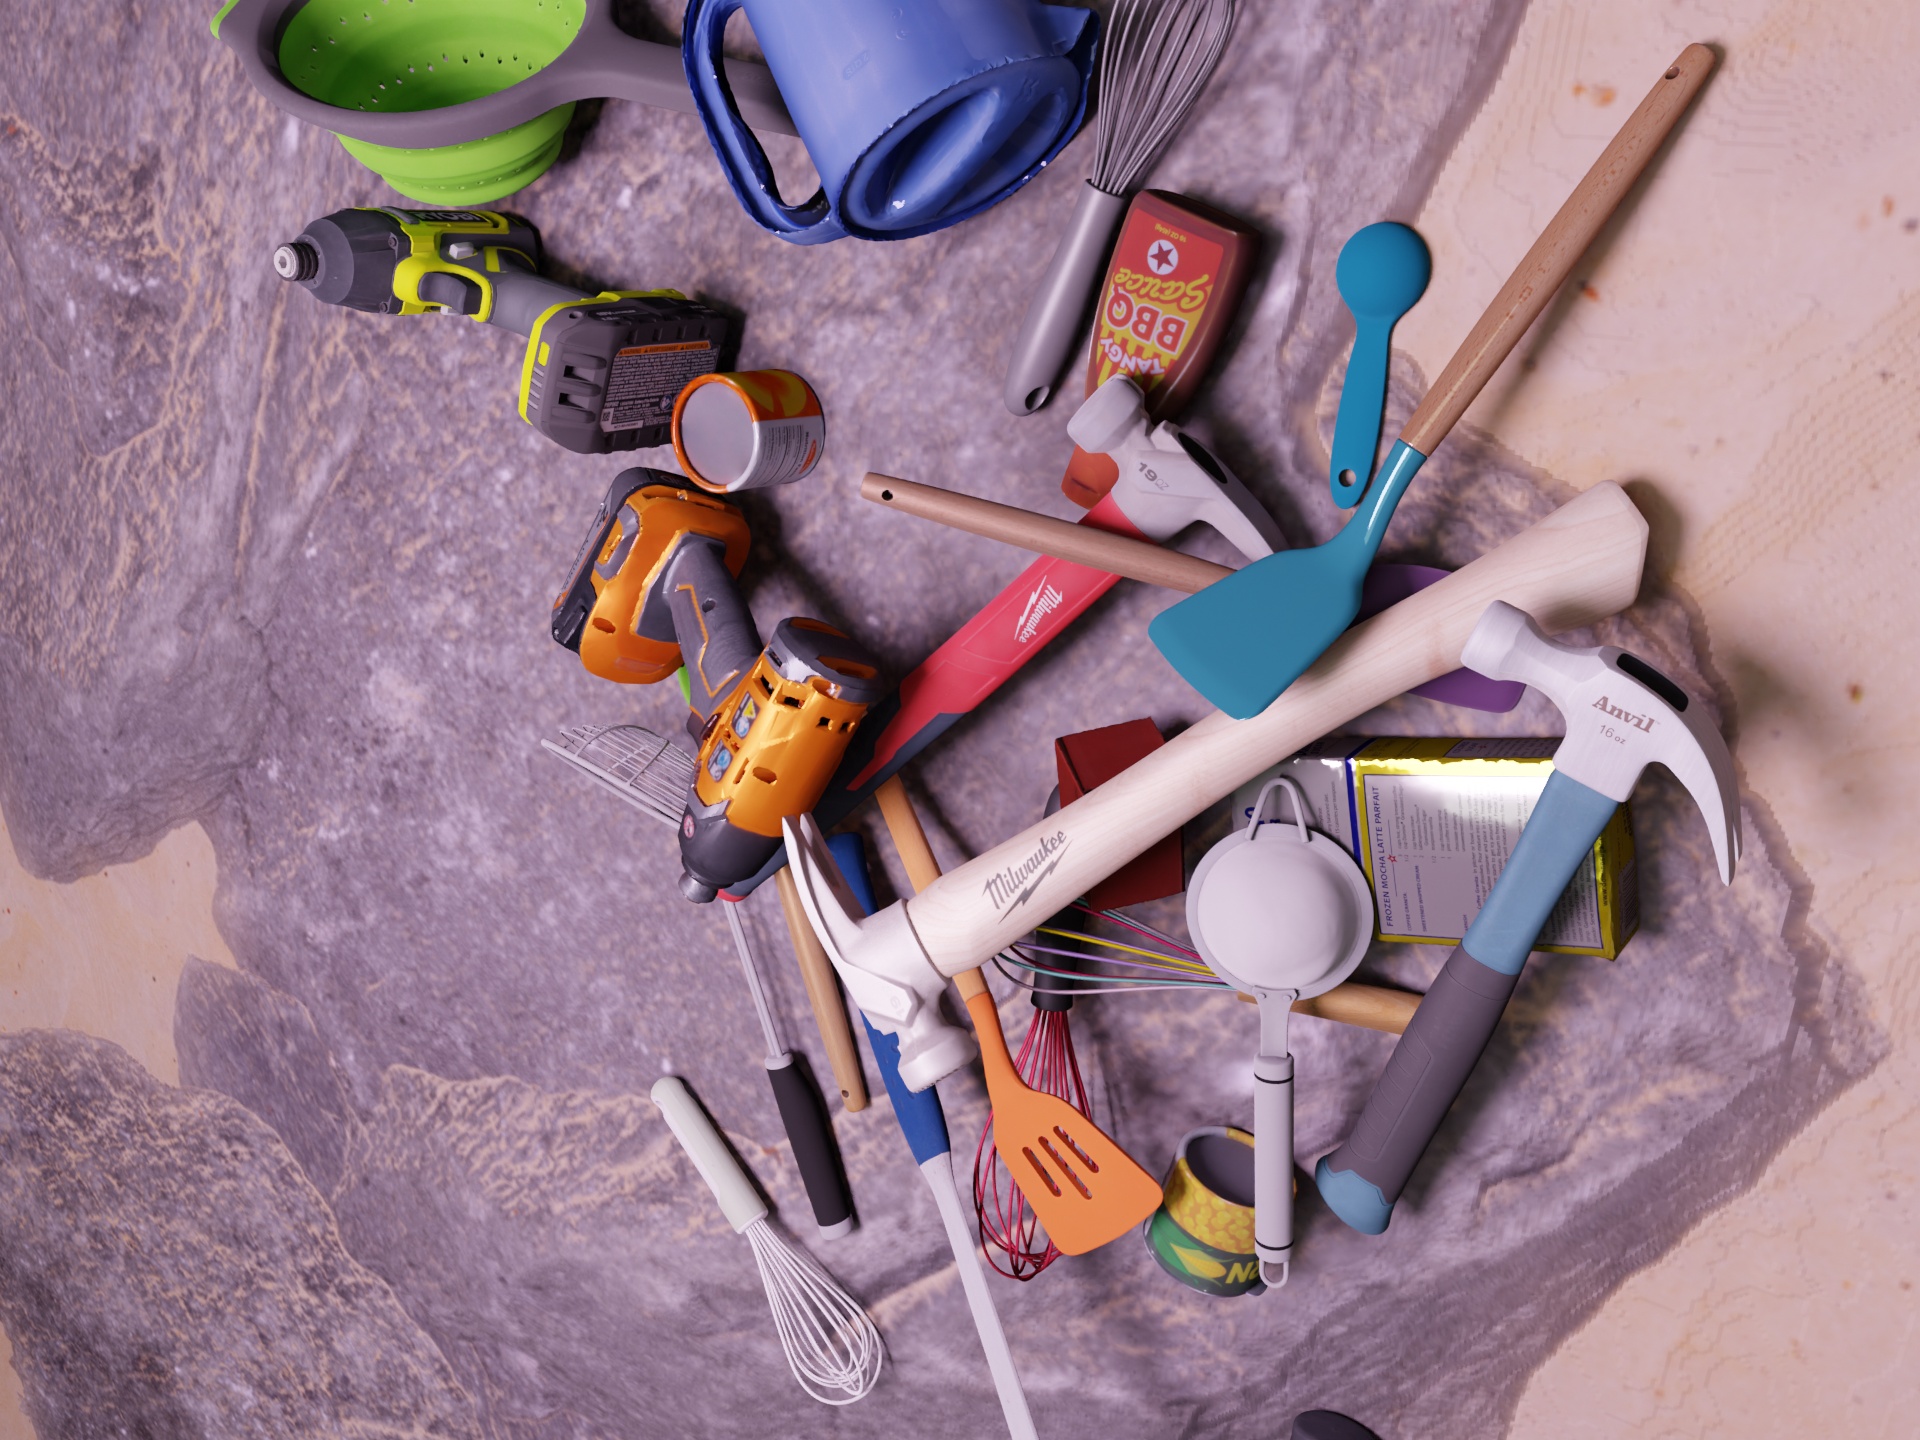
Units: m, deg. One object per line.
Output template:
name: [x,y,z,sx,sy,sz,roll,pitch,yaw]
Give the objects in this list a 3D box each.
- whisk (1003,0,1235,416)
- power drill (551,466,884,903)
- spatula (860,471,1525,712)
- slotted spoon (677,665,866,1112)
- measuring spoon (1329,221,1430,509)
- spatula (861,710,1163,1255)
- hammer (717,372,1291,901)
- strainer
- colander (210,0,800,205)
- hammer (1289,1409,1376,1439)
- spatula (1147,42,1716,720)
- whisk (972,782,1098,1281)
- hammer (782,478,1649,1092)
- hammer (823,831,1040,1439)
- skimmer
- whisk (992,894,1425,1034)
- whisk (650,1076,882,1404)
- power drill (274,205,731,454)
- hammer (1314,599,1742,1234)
whisk: [0.067,-0.251,0.755,0.055,0.055,0.238,36,124,21]
power drill: [-0.142,-0.020,0.862,0.227,0.084,0.164,49,117,40]
spatula: [0.106,-0.069,0.728,0.316,0.018,0.059,16,113,5]
slotted spoon: [-0.107,0.094,0.980,0.070,0.031,0.313,-11,98,36]
measuring spoon: [0.180,-0.158,0.716,0.042,0.021,0.128,16,110,30]
spatula: [0.007,0.129,0.864,0.081,0.041,0.323,-45,58,35]
hammer: [-0.001,-0.003,0.833,0.143,0.038,0.386,43,122,-10]
strainer: [0.150,0.157,0.754,0.087,0.050,0.258,1,106,17]
colander: [-0.216,-0.341,0.892,0.397,0.205,0.094,17,147,13]
hammer: [0.125,0.536,0.936,0.149,0.036,0.408,39,121,18]
spatula: [0.198,-0.138,0.657,0.317,0.044,0.082,-56,40,16]
whisk: [0.049,0.174,0.877,0.073,0.073,0.295,12,104,31]
hammer: [0.108,0.010,0.718,0.410,0.038,0.146,-33,81,15]
hammer: [-0.014,0.255,0.880,0.144,0.035,0.406,-45,58,47]
skimmer: [-0.160,0.168,0.996,0.127,0.090,0.363,-1,108,69]
whisk: [0.120,0.125,0.799,0.245,0.051,0.047,10,132,15]
whisk: [-0.134,0.340,1.054,0.246,0.059,0.057,52,152,17]
power drill: [-0.260,-0.233,0.908,0.223,0.171,0.080,29,117,21]
hammer: [0.227,0.112,0.700,0.128,0.033,0.330,29,128,20]
